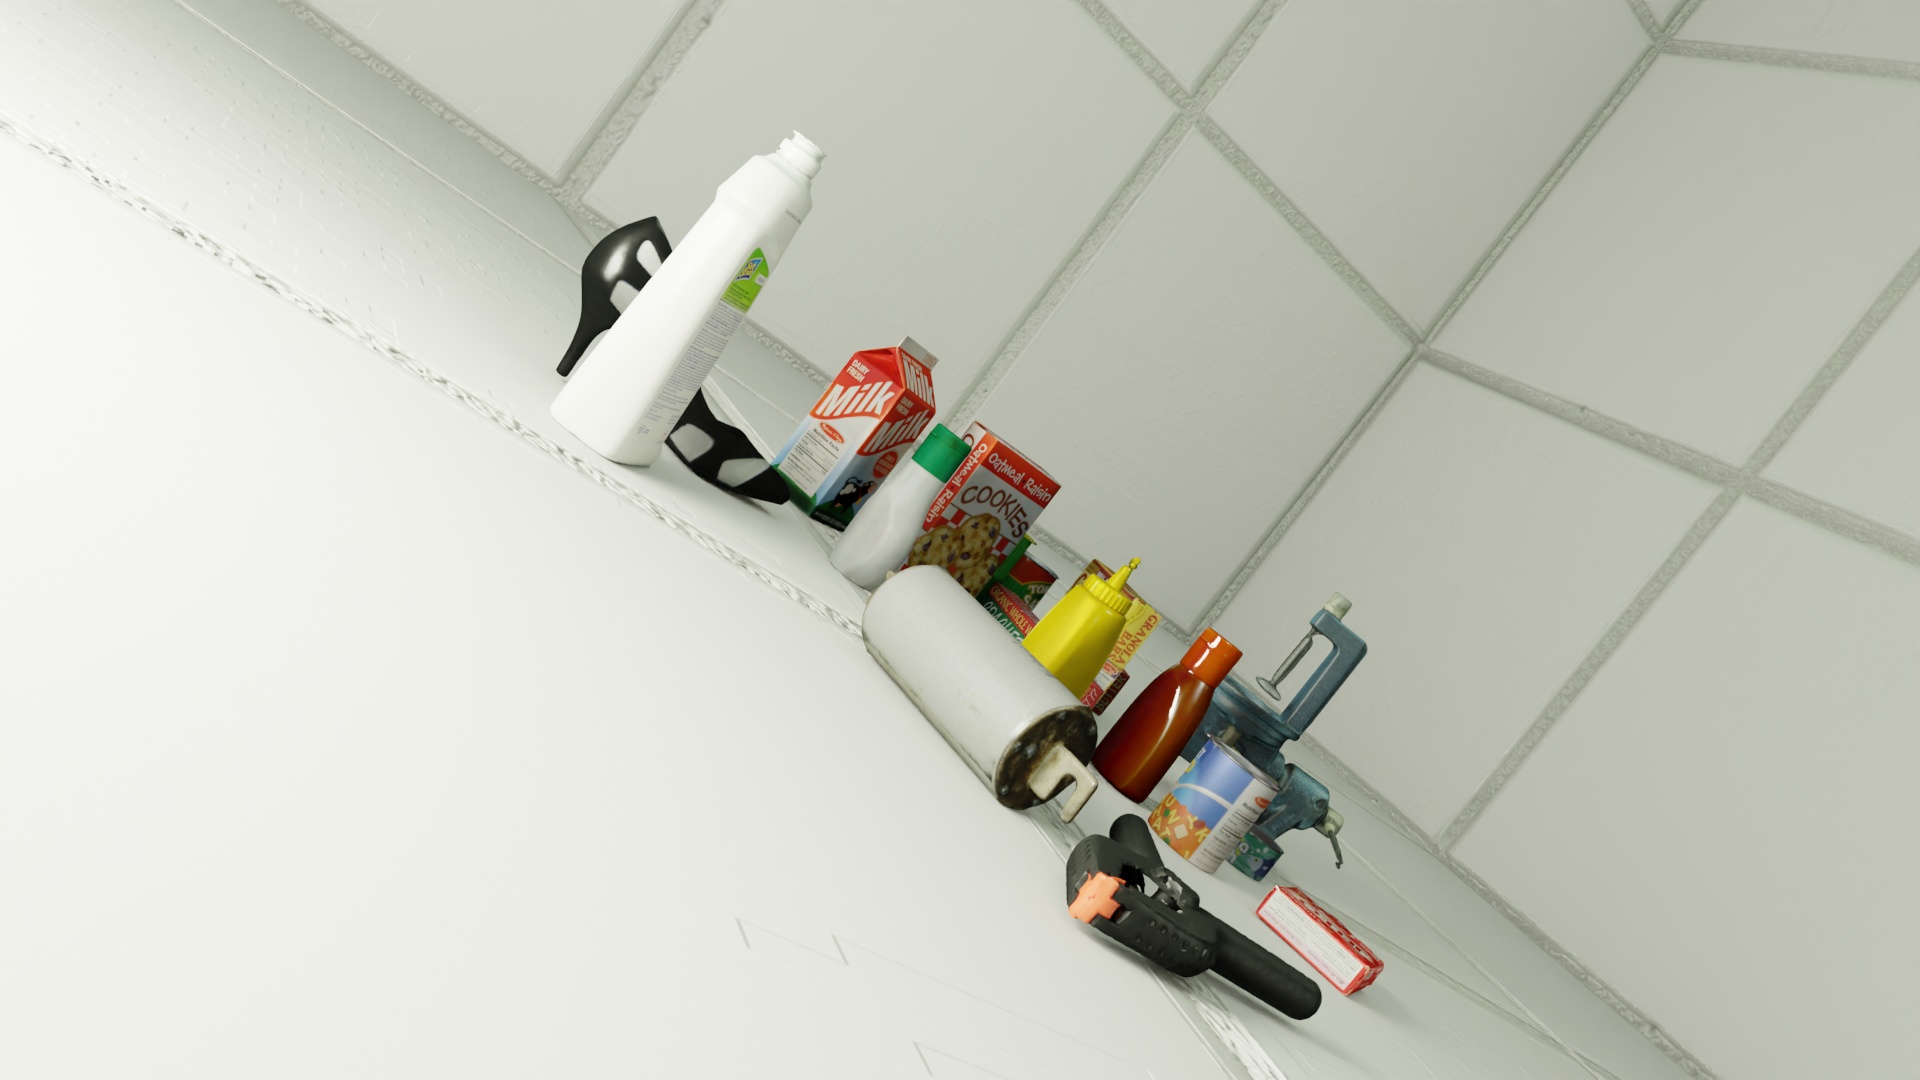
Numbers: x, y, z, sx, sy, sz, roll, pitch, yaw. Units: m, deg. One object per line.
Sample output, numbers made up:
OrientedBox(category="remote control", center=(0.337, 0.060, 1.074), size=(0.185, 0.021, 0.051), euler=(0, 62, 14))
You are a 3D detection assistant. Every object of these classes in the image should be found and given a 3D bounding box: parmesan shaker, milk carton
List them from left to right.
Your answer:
OrientedBox(category="milk carton", center=(-0.093, -0.109, 1.329), size=(0.073, 0.190, 0.072), euler=(40, 5, 28))
OrientedBox(category="parmesan shaker", center=(0.020, 0.023, 1.414), size=(0.071, 0.103, 0.071), euler=(37, 4, -3))

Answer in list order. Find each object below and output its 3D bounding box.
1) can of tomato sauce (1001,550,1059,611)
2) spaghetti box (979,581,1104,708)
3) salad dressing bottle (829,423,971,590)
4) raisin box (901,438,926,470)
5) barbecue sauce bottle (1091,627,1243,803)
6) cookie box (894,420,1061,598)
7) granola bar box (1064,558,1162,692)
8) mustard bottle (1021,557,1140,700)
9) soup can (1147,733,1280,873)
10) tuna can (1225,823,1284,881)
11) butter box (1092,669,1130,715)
OrientedBox(category="can of tomato sauce", center=(0.057, 0.054, 1.505), size=(0.071, 0.083, 0.071), euler=(37, 5, -3))
OrientedBox(category="spaghetti box", center=(0.065, 0.103, 1.290), size=(0.028, 0.050, 0.251), euler=(35, 5, -24))
OrientedBox(category="salad dressing bottle", center=(-0.048, -0.029, 1.155), size=(0.044, 0.147, 0.064), euler=(34, 5, -37))
OrientedBox(category="raisin box", center=(-0.035, -0.026, 1.363), size=(0.086, 0.123, 0.040), euler=(36, 5, -21))
OrientedBox(category="barbecue sauce bottle", center=(0.170, 0.139, 1.130), size=(0.043, 0.148, 0.065), euler=(35, 5, -29))
OrientedBox(category="cookie box", center=(0.005, -0.016, 1.292), size=(0.040, 0.167, 0.123), euler=(41, 6, 37))
OrientedBox(category="granola bar box", center=(0.131, 0.094, 1.412), size=(0.039, 0.124, 0.166), euler=(36, 5, -15))
OrientedBox(category="mustard bottle", center=(0.087, 0.076, 1.061), size=(0.049, 0.160, 0.065), euler=(41, 6, 41))
OrientedBox(category="soup can", center=(0.194, 0.203, 1.077), size=(0.071, 0.083, 0.071), euler=(37, 5, -3))
OrientedBox(category="tuna can", center=(0.241, 0.258, 1.191), size=(0.071, 0.033, 0.071), euler=(37, 5, -3))
OrientedBox(category="butter box", center=(0.145, 0.144, 1.458), size=(0.024, 0.053, 0.103), euler=(37, 5, -9))
